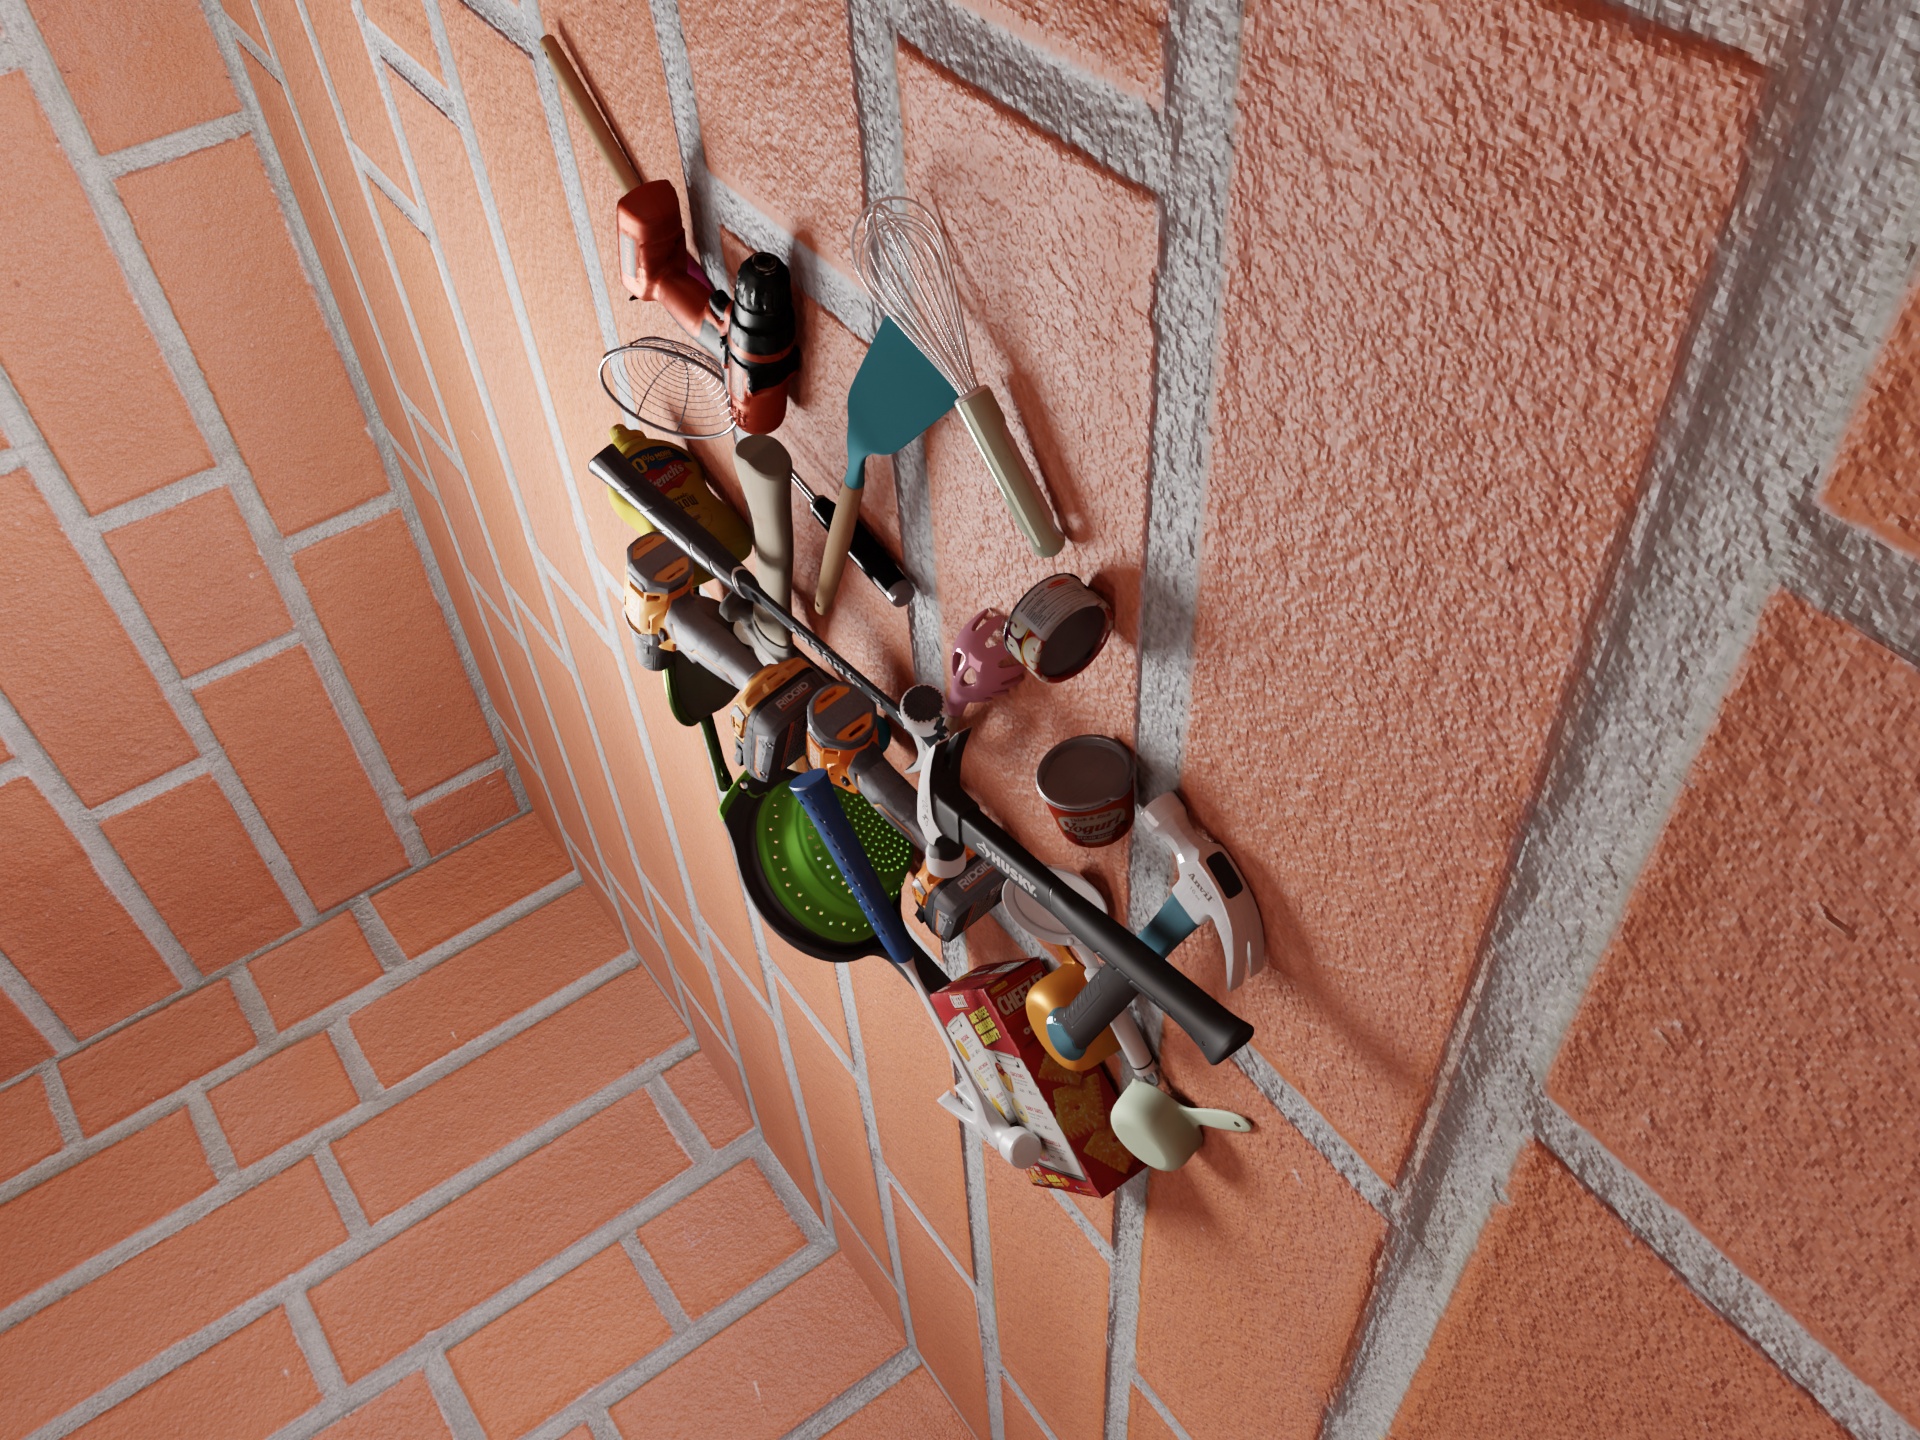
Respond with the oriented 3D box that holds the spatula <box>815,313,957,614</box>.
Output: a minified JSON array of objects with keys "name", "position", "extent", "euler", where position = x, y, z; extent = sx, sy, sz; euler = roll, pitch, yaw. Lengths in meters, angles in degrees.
[{"name":"spatula","position":[-0.073,-0.167,1.191],"extent":[0.082,0.044,0.317],"euler":[53,154,15]}]

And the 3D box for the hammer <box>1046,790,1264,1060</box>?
[{"name":"hammer","position":[0.128,0.178,1.170],"extent":[0.128,0.033,0.330],"euler":[53,150,17]}]

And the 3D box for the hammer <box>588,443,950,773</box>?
[{"name":"hammer","position":[-0.163,-0.101,1.316],"extent":[0.409,0.036,0.149],"euler":[40,164,16]}]

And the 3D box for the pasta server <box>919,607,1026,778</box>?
[{"name":"pasta server","position":[-0.002,-0.004,1.295],"extent":[0.060,0.040,0.316],"euler":[56,162,12]}]

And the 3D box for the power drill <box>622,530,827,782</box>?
[{"name":"power drill","position":[-0.229,-0.048,1.478],"extent":[0.226,0.084,0.185],"euler":[44,152,12]}]

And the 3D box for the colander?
[{"name":"colander","position":[-0.061,0.184,1.562],"extent":[0.094,0.205,0.397],"euler":[-33,104,35]}]

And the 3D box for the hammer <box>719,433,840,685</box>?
[{"name":"hammer","position":[-0.152,-0.124,1.352],"extent":[0.146,0.038,0.410],"euler":[44,164,8]}]

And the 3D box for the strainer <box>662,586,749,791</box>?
[{"name":"strainer","position":[-0.257,-0.026,1.725],"extent":[0.152,0.069,0.256],"euler":[-78,-17,-53]}]

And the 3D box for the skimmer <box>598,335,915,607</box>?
[{"name":"skimmer","position":[-0.176,-0.202,1.340],"extent":[0.364,0.090,0.127],"euler":[48,169,26]}]

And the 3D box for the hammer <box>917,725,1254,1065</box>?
[{"name":"hammer","position":[0.080,0.131,1.139],"extent":[0.335,0.035,0.146],"euler":[37,143,39]}]

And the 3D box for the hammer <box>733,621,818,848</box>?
[{"name":"hammer","position":[-0.181,0.036,1.732],"extent":[0.130,0.031,0.331],"euler":[46,155,34]}]

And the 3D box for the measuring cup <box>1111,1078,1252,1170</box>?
[{"name":"measuring cup","position":[0.177,0.331,1.278],"extent":[0.083,0.038,0.167],"euler":[49,155,-7]}]

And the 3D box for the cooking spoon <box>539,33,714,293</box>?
[{"name":"cooking spoon","position":[-0.274,-0.443,1.359],"extent":[0.319,0.017,0.069],"euler":[60,158,-2]}]

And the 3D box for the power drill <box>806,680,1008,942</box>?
[{"name":"power drill","position":[-0.054,0.083,1.407],"extent":[0.226,0.084,0.164],"euler":[49,162,13]}]

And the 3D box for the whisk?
[{"name":"whisk","position":[0.004,-0.212,0.999],"extent":[0.246,0.059,0.058],"euler":[61,-164,-12]}]

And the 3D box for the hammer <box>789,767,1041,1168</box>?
[{"name":"hammer","position":[-0.050,0.222,1.434],"extent":[0.144,0.035,0.405],"euler":[13,133,63]}]

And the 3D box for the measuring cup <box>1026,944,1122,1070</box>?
[{"name":"measuring cup","position":[0.075,0.220,1.361],"extent":[0.173,0.052,0.095],"euler":[60,159,-4]}]

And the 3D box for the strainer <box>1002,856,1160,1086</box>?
[{"name":"strainer","position":[0.106,0.196,1.281],"extent":[0.087,0.050,0.258],"euler":[-13,114,32]}]

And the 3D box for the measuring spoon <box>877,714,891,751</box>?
[{"name":"measuring spoon","position":[-0.092,-0.003,1.514],"extent":[0.129,0.021,0.042],"euler":[-141,34,-62]}]
